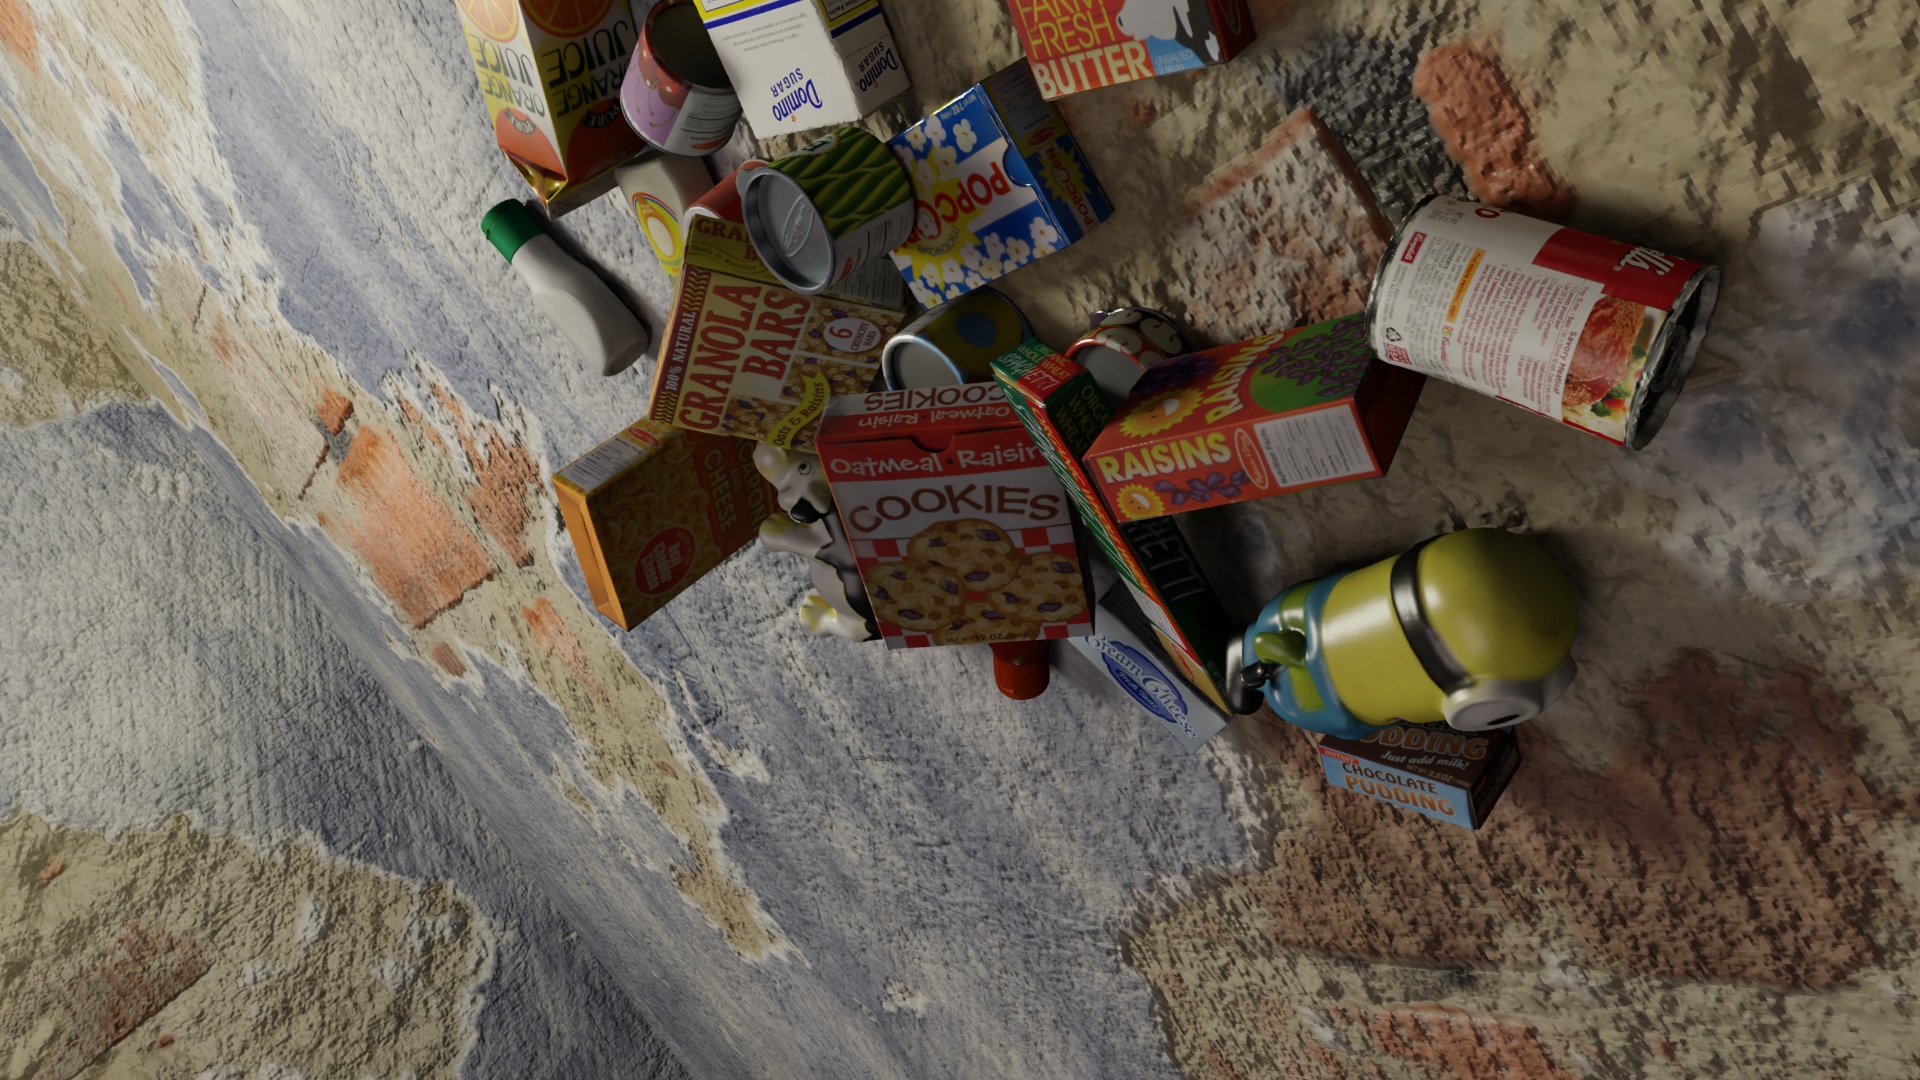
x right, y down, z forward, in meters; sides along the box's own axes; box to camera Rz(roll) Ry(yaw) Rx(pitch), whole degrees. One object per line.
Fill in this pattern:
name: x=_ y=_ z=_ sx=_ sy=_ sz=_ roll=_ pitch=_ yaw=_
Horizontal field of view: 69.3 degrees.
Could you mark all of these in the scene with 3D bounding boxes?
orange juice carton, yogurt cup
orange juice carton: x=-0.243 y=-0.290 z=0.834 sx=0.073 sy=0.072 sz=0.191 roll=28 pitch=142 yaw=31
yogurt cup: x=-0.126 y=-0.184 z=0.821 sx=0.072 sy=0.054 sz=0.072 roll=30 pitch=143 yaw=27

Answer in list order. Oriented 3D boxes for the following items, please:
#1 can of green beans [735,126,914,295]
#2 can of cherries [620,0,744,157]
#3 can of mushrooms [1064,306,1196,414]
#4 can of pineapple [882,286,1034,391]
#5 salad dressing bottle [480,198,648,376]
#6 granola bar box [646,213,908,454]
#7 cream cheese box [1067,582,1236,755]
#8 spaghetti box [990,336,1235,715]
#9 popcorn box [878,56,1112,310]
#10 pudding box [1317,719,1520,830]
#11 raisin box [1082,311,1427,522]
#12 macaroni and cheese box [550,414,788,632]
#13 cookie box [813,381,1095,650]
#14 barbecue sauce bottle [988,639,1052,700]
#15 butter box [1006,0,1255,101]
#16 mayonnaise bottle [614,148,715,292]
can of green beans: x=-0.065 y=-0.164 z=0.689 sx=0.071 sy=0.058 sz=0.071 roll=32 pitch=142 yaw=29
can of cherries: x=-0.149 y=-0.256 z=0.761 sx=0.071 sy=0.072 sz=0.058 roll=50 pitch=148 yaw=0
can of mushrooms: x=0.083 y=-0.081 z=0.692 sx=0.071 sy=0.033 sz=0.070 roll=32 pitch=145 yaw=26
can of pineapple: x=0.001 y=-0.095 z=0.754 sx=0.071 sy=0.058 sz=0.070 roll=31 pitch=144 yaw=26
salad dressing bottle: x=-0.296 y=-0.189 z=1.033 sx=0.147 sy=0.044 sz=0.064 roll=48 pitch=150 yaw=4
granola bar box: x=-0.113 y=-0.115 z=0.825 sx=0.124 sy=0.039 sz=0.164 roll=10 pitch=151 yaw=-15
cream cheese box: x=0.116 y=0.076 z=0.826 sx=0.104 sy=0.024 sz=0.053 roll=43 pitch=146 yaw=9
spaghetti box: x=0.090 y=0.000 z=0.698 sx=0.050 sy=0.029 sz=0.249 roll=43 pitch=171 yaw=51
popcorn box: x=0.005 y=-0.172 z=0.687 sx=0.126 sy=0.038 sz=0.085 roll=-12 pitch=113 yaw=55
pudding box: x=0.229 y=0.107 z=0.696 sx=0.084 sy=0.050 sz=0.030 roll=14 pitch=136 yaw=44
raisin box: x=0.125 y=-0.053 z=0.593 sx=0.123 sy=0.086 sz=0.040 roll=-11 pitch=119 yaw=37
macaroni and cheese box: x=-0.186 y=-0.035 z=0.943 sx=0.040 sy=0.167 sz=0.123 roll=29 pitch=142 yaw=30
cookie box: x=0.003 y=-0.009 z=0.753 sx=0.123 sy=0.040 sz=0.166 roll=-5 pitch=135 yaw=10
barbecue sauce bottle: x=0.036 y=0.040 z=0.867 sx=0.065 sy=0.044 sz=0.147 roll=21 pitch=140 yaw=24
butter box: x=0.067 y=-0.218 z=0.576 sx=0.103 sy=0.024 sz=0.053 roll=7 pitch=130 yaw=47
mayonnaise bottle: x=-0.164 y=-0.176 z=0.886 sx=0.065 sy=0.041 sz=0.147 roll=6 pitch=128 yaw=45
